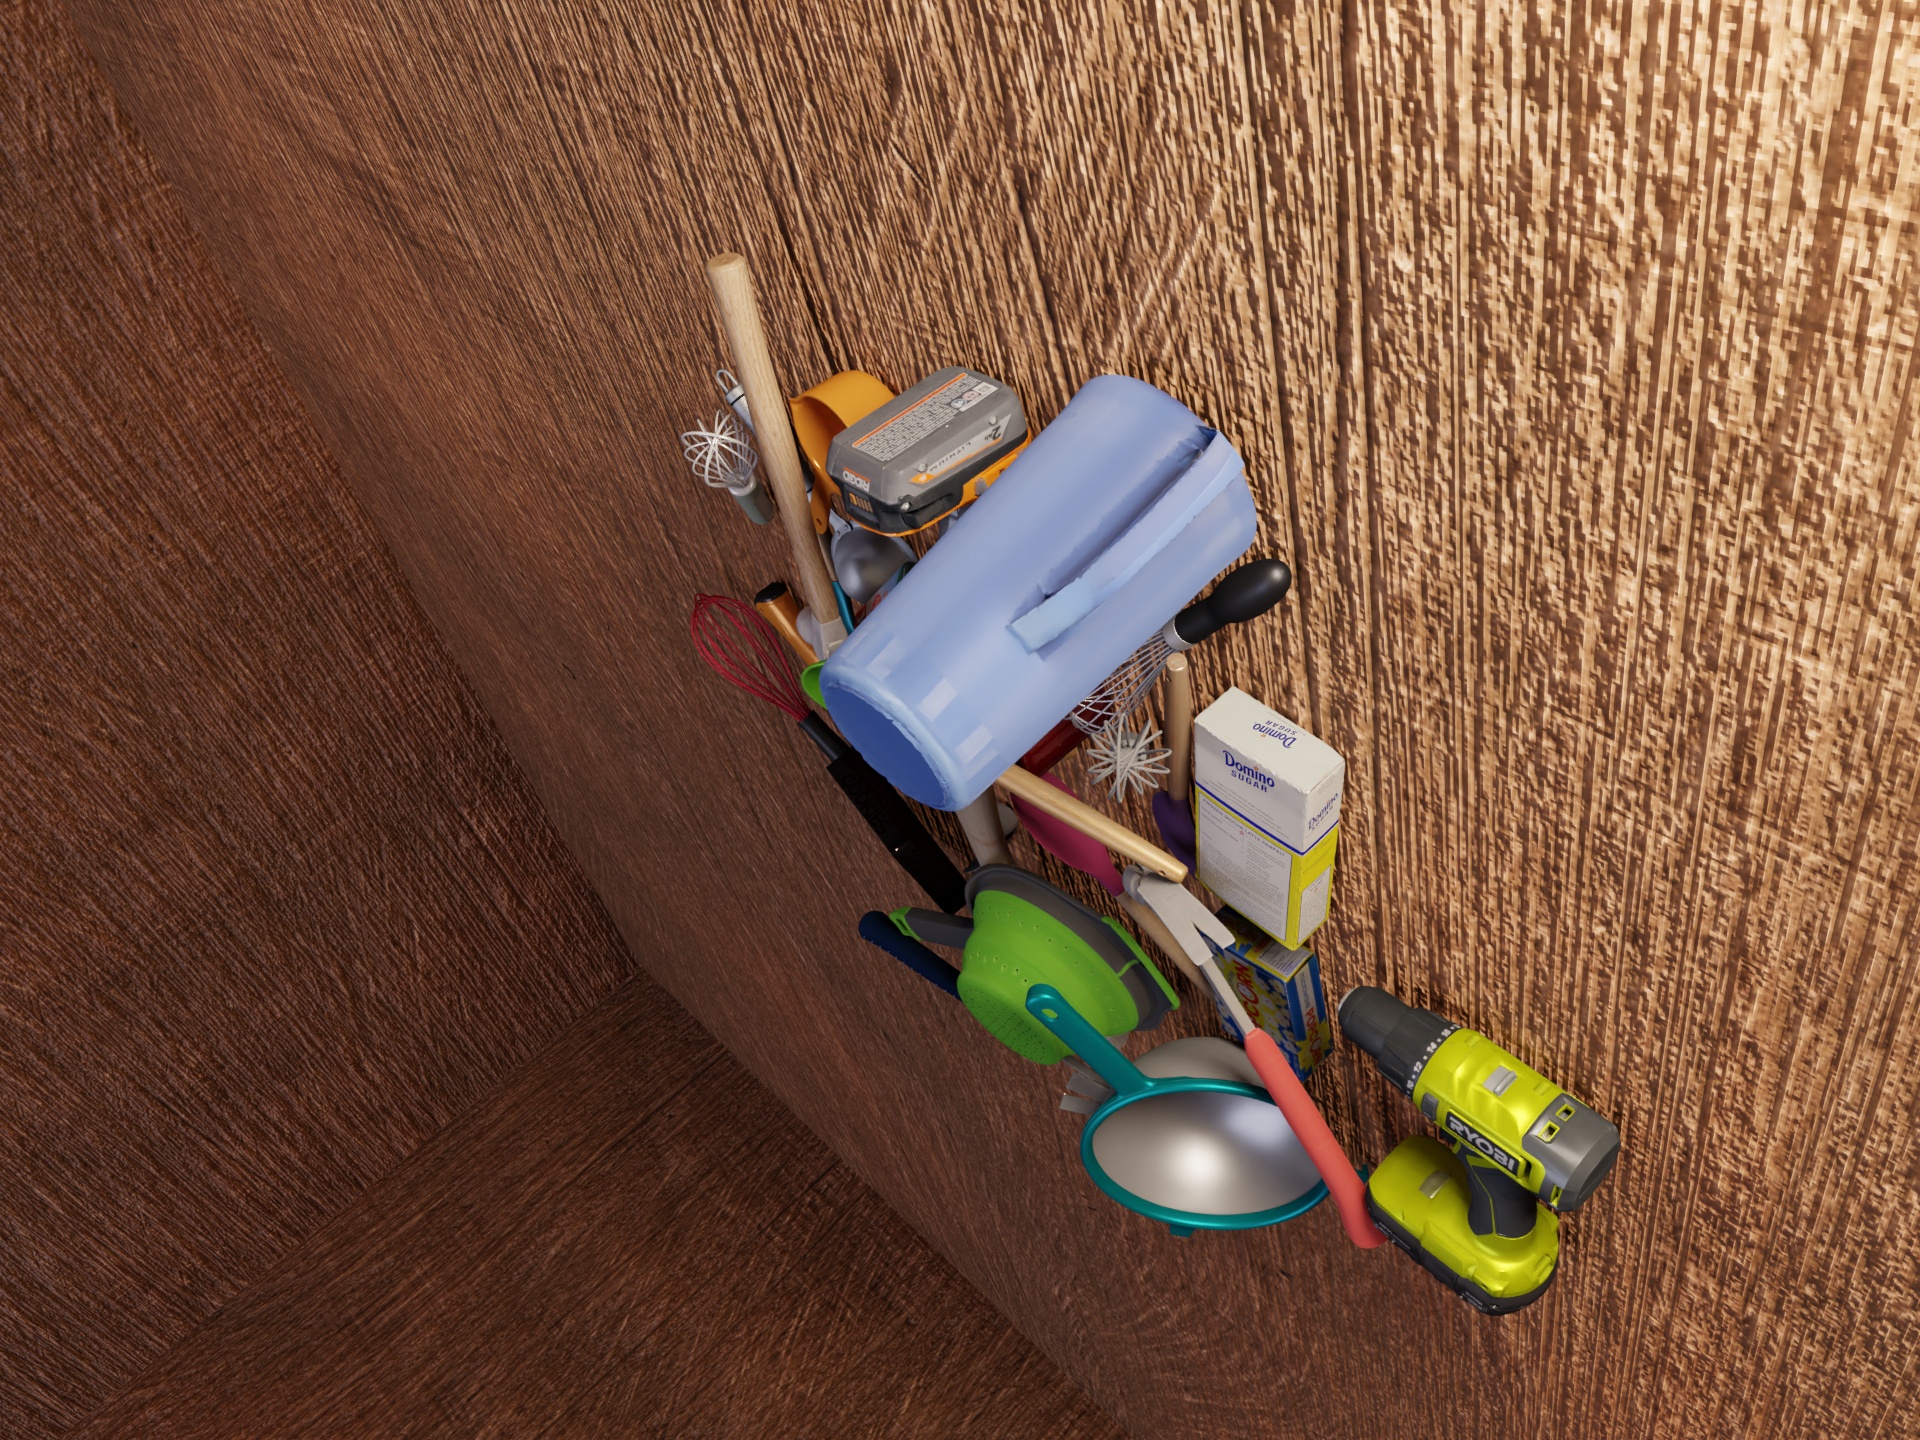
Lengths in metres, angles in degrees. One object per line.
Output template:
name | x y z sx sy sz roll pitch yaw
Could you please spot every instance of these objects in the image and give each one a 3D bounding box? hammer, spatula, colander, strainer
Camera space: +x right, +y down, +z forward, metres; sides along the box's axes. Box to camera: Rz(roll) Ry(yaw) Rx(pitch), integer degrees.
hammer | 0.044 0.162 1.447 0.146 0.038 0.410 23 150 38
hammer | -0.077 0.001 1.499 0.337 0.034 0.127 47 157 9
hammer | -0.126 -0.175 1.161 0.130 0.031 0.331 -129 21 -55
spatula | -0.104 -0.148 1.334 0.082 0.044 0.317 21 139 50
colander | 0.022 0.225 1.422 0.204 0.094 0.397 52 155 -21
strainer | 0.168 0.290 1.299 0.211 0.095 0.340 -28 120 31
strainer | -0.113 -0.172 1.262 0.258 0.050 0.087 52 138 -7
hammer | 0.031 0.277 1.524 0.144 0.035 0.406 18 -174 -44
hammer | 0.232 0.259 1.155 0.358 0.036 0.149 57 177 -21
spatula | 0.147 0.036 1.085 0.060 0.018 0.315 51 169 26

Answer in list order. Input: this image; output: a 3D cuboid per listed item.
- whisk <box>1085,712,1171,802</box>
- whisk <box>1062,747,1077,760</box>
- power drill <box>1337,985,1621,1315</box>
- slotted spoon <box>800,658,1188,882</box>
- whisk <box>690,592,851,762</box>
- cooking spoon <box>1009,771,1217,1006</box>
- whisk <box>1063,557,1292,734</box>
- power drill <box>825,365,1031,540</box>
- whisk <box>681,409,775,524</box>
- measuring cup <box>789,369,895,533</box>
whisk | 0.110 0.021 1.047 0.055 0.055 0.239 50 -175 3
whisk | -0.004 -0.004 1.309 0.245 0.051 0.047 18 158 42
power drill | 0.339 0.291 1.089 0.191 0.080 0.228 34 150 36
slotted spoon | 0.022 0.033 1.132 0.314 0.031 0.070 29 149 16
whisk | -0.172 -0.018 1.631 0.295 0.073 0.073 48 159 -9
cooking spoon | 0.140 0.149 1.249 0.017 0.069 0.318 -27 116 37
whisk | 0.125 -0.048 1.003 0.070 0.070 0.284 52 153 -2
power drill | -0.013 -0.097 1.045 0.084 0.164 0.226 33 150 39
whisk | -0.179 -0.197 1.295 0.059 0.058 0.246 11 175 3
measuring cup | -0.081 -0.191 1.173 0.095 0.052 0.173 49 159 9
